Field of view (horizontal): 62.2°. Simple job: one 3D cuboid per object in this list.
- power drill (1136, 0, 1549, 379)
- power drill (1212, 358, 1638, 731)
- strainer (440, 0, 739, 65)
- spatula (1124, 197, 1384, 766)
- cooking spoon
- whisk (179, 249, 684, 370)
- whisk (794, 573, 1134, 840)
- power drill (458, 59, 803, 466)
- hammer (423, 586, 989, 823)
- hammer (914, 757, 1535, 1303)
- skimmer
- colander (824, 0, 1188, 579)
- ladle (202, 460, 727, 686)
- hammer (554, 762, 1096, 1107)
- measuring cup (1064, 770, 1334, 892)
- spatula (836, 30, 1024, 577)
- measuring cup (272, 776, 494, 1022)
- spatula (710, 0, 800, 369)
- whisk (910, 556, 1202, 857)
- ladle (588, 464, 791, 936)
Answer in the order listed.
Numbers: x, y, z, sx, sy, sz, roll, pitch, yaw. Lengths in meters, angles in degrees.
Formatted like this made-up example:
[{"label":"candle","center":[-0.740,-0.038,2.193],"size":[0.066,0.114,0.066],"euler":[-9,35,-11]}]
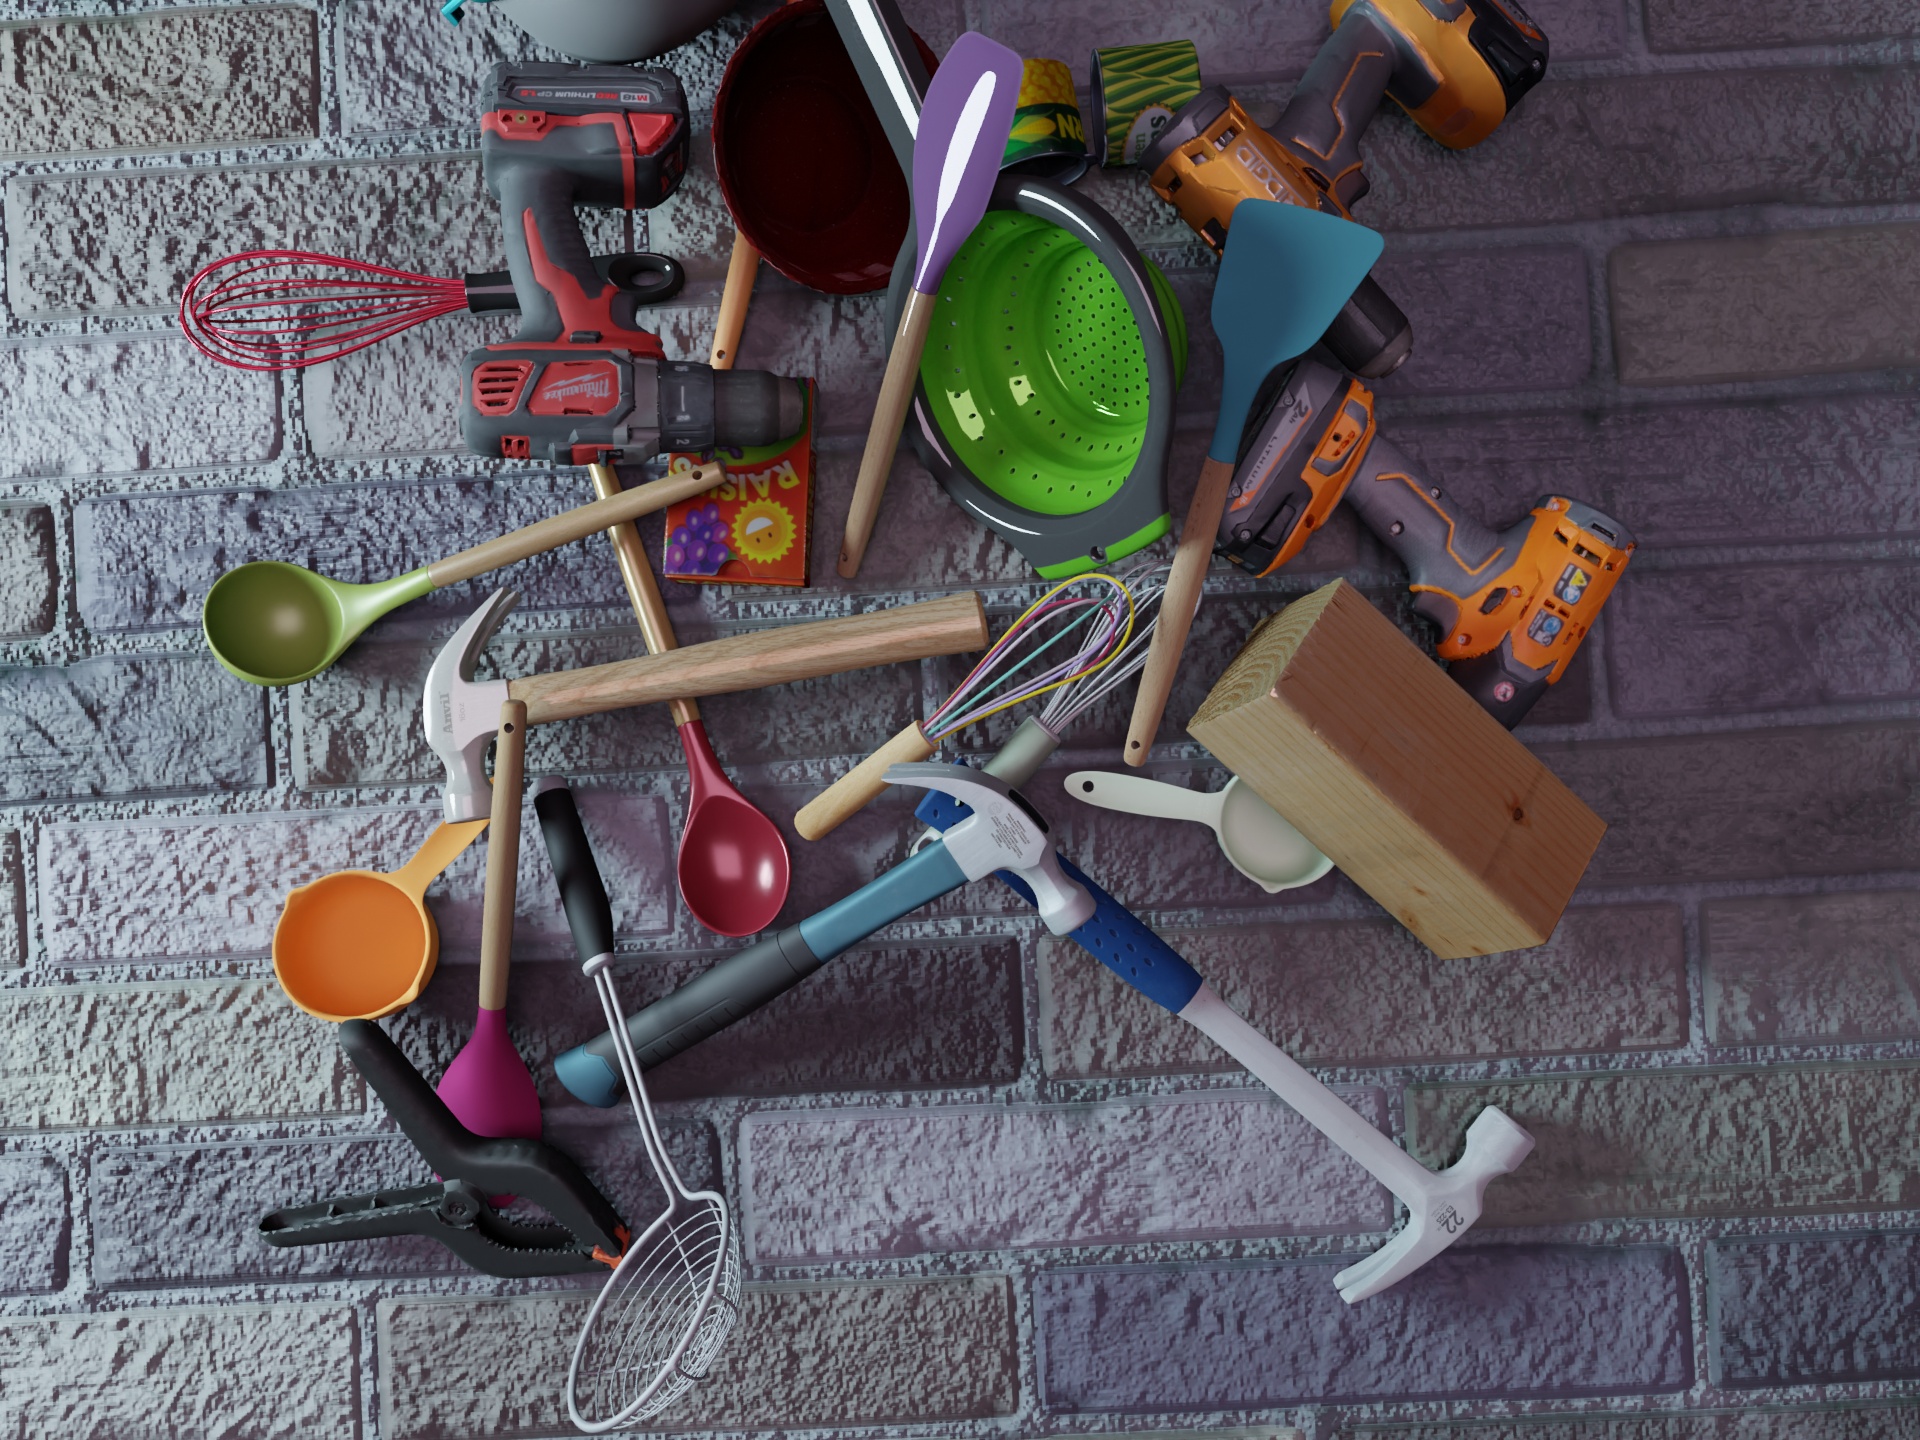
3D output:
[{"label":"power drill","center":[0.234,-0.319,0.901],"size":[0.185,0.084,0.226],"euler":[46,75,-5]},{"label":"power drill","center":[0.255,-0.090,0.923],"size":[0.226,0.084,0.164],"euler":[30,91,-2]},{"label":"strainer","center":[-0.132,-0.488,0.928],"size":[0.340,0.211,0.095],"euler":[-50,126,-19]},{"label":"spatula","center":[0.141,-0.119,0.874],"size":[0.082,0.044,0.317],"euler":[22,114,19]},{"label":"cooking spoon","center":[-0.271,0.142,0.924],"size":[0.069,0.017,0.318],"euler":[8,104,1]},{"label":"whisk","center":[-0.314,-0.253,0.953],"size":[0.296,0.073,0.073],"euler":[-7,89,-6]},{"label":"whisk","center":[-0.001,-0.001,0.918],"size":[0.245,0.051,0.047],"euler":[-37,103,17]},{"label":"power drill","center":[-0.188,-0.253,0.908],"size":[0.188,0.080,0.227],"euler":[-1,76,-10]},{"label":"hammer","center":[-0.149,-0.032,0.930],"size":[0.331,0.031,0.130],"euler":[-11,85,0]},{"label":"hammer","center":[0.137,0.172,0.923],"size":[0.405,0.035,0.144],"euler":[40,90,-3]},{"label":"skimmer","center":[-0.204,0.190,0.867],"size":[0.127,0.090,0.364],"euler":[-38,63,32]},{"label":"colander","center":[0.026,-0.281,0.890],"size":[0.094,0.204,0.397],"euler":[-31,99,-40]},{"label":"ladle","center":[-0.289,-0.096,0.928],"size":[0.320,0.062,0.078],"euler":[-18,78,8]},{"label":"hammer","center":[-0.094,0.135,0.910],"size":[0.331,0.033,0.128],"euler":[-32,96,15]},{"label":"measuring cup","center":[0.144,0.052,0.943],"size":[0.167,0.038,0.083],"euler":[10,89,4]},{"label":"spatula","center":[-0.028,-0.215,0.878],"size":[0.060,0.018,0.315],"euler":[37,127,26]},{"label":"measuring cup","center":[-0.327,0.103,0.950],"size":[0.095,0.052,0.174],"euler":[39,74,1]},{"label":"spatula","center":[-0.108,-0.364,0.966],"size":[0.081,0.041,0.322],"euler":[14,93,2]},{"label":"whisk","center":[0.056,-0.001,0.944],"size":[0.246,0.059,0.058],"euler":[-48,52,4]},{"label":"ladle","center":[-0.173,-0.022,0.957],"size":[0.069,0.031,0.315],"euler":[-19,87,0]}]
